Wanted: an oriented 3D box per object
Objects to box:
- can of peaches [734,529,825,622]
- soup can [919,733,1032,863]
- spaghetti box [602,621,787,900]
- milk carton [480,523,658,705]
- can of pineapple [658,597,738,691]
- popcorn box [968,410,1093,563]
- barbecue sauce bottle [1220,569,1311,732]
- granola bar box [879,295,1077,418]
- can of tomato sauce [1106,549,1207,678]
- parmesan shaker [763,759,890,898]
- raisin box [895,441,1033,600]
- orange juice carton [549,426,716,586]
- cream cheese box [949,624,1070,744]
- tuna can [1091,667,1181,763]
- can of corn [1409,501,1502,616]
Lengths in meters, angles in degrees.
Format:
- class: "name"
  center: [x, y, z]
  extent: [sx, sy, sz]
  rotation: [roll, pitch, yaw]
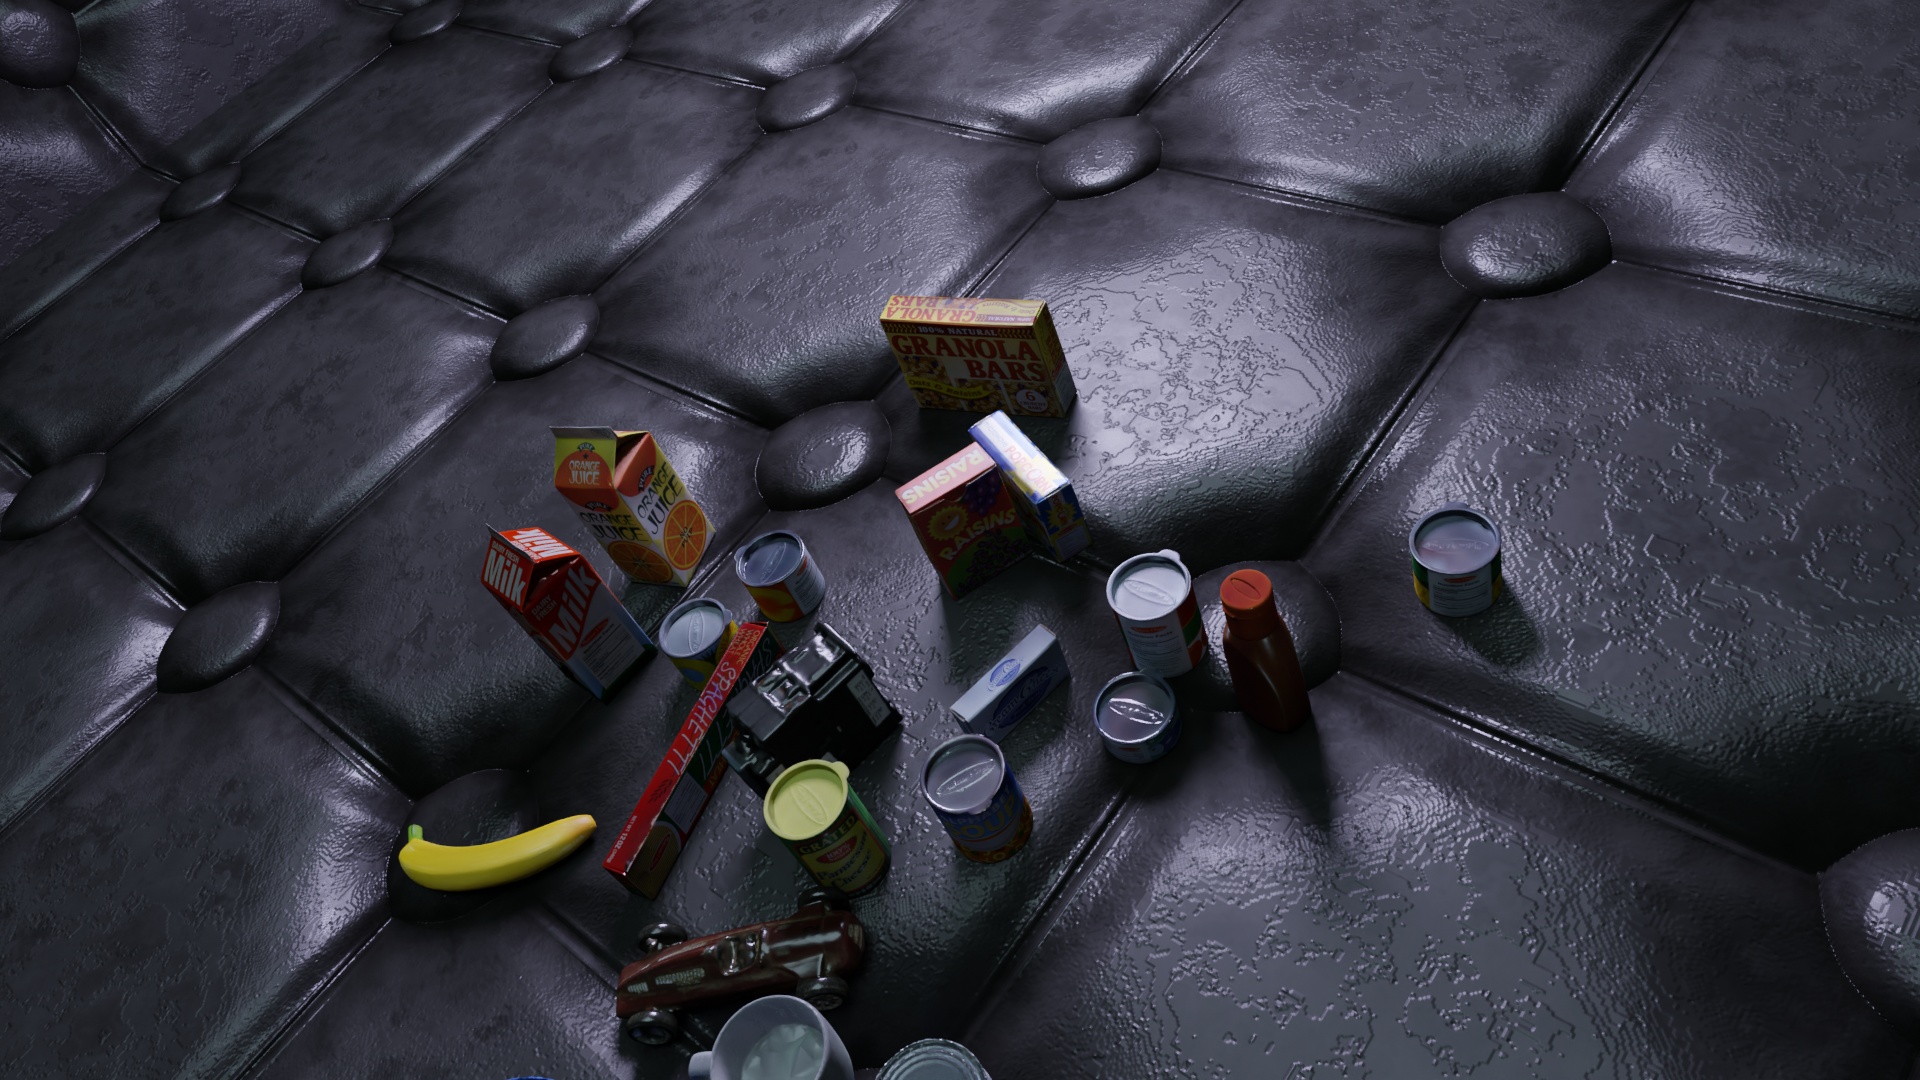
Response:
- class: "can of peaches"
  center: [-0.167, 0.033, 1.283]
  extent: [0.071, 0.057, 0.071]
  rotation: [-11, 48, 13]
- class: "soup can"
  center: [0.014, 0.198, 1.047]
  extent: [0.071, 0.083, 0.072]
  rotation: [-11, 48, 13]
- class: "spaghetti box"
  center: [-0.220, 0.181, 1.180]
  extent: [0.028, 0.050, 0.251]
  rotation: [8, 54, 28]
- class: "milk carton"
  center: [-0.358, 0.057, 1.247]
  extent: [0.072, 0.189, 0.074]
  rotation: [26, 64, 37]
- class: "can of pineapple"
  center: [-0.228, 0.095, 1.254]
  extent: [0.071, 0.057, 0.071]
  rotation: [-11, 48, 13]
- class: "popcorn box"
  center: [0.062, -0.049, 1.243]
  extent: [0.038, 0.085, 0.127]
  rotation: [-33, 47, -7]
- class: "barbecue sauce bottle"
  center: [0.220, 0.080, 1.022]
  extent: [0.044, 0.148, 0.065]
  rotation: [-38, 48, -12]
- class: "granola bar box"
  center: [0.017, -0.178, 1.346]
  extent: [0.165, 0.123, 0.039]
  rotation: [7, 54, 27]
- class: "can of tomato sauce"
  center: [0.159, 0.059, 1.110]
  extent: [0.071, 0.082, 0.071]
  rotation: [-11, 48, 13]
- class: "parmesan shaker"
  center: [-0.097, 0.220, 1.060]
  extent: [0.071, 0.102, 0.072]
  rotation: [-11, 48, 13]
- class: "raisin box"
  center: [0.004, -0.015, 1.210]
  extent: [0.086, 0.123, 0.040]
  rotation: [-31, 46, -5]
- class: "orange juice carton"
  center: [-0.314, -0.042, 1.315]
  extent: [0.072, 0.191, 0.073]
  rotation: [4, 53, 25]
- class: "cream cheese box"
  center: [0.042, 0.121, 1.124]
  extent: [0.104, 0.053, 0.024]
  rotation: [-42, 48, -15]
- class: "tuna can"
  center: [0.139, 0.137, 1.085]
  extent: [0.071, 0.032, 0.071]
  rotation: [-11, 48, 13]
- class: "can of corn"
  center: [0.384, 0.015, 1.075]
  extent: [0.071, 0.058, 0.071]
  rotation: [-11, 48, 13]
